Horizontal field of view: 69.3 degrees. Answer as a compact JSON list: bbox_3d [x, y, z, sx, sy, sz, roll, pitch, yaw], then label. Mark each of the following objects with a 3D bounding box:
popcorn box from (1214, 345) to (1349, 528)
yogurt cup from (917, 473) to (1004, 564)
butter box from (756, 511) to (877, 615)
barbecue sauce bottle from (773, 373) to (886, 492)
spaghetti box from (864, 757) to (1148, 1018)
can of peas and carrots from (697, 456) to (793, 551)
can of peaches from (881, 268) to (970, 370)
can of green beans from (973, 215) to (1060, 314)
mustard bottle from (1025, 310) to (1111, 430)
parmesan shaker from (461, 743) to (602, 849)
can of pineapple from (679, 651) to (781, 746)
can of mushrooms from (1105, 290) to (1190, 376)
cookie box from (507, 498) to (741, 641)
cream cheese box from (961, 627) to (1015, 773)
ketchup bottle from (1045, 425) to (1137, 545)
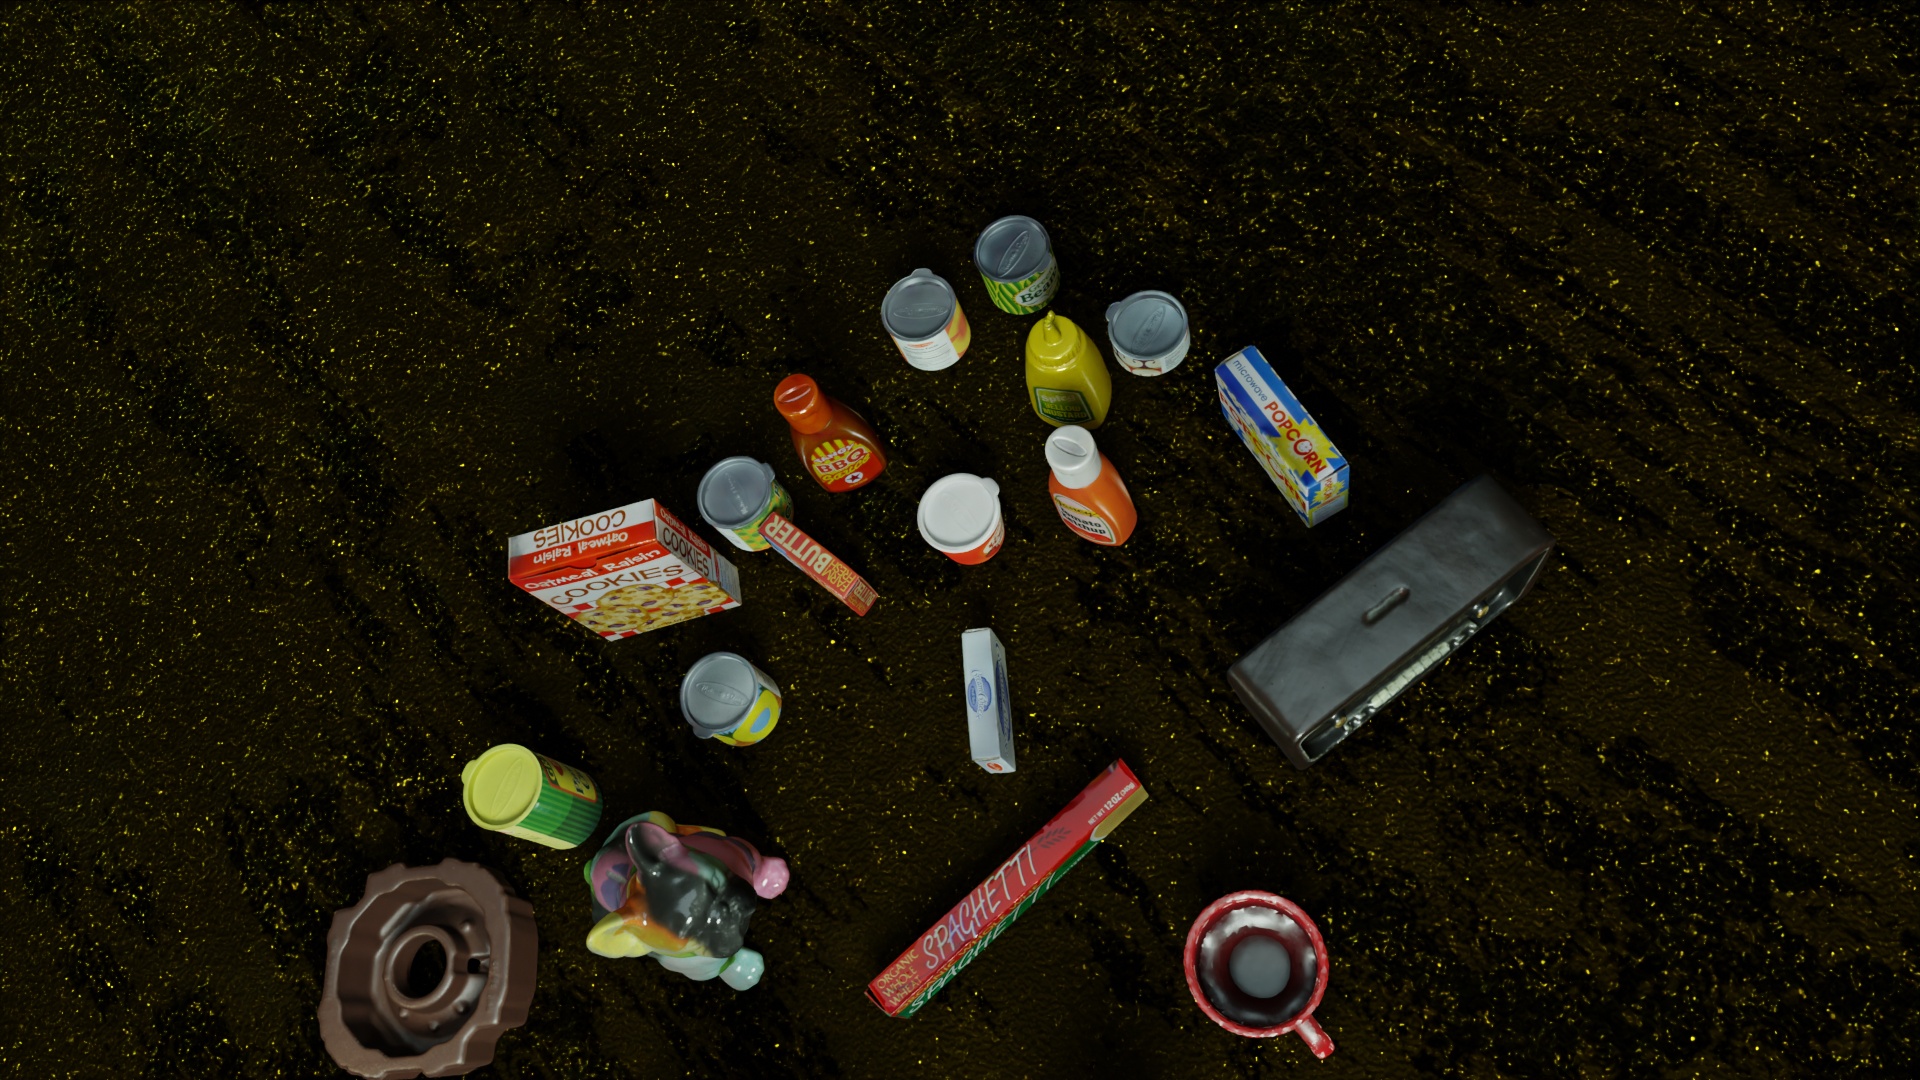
[{"bbox_3d":[0.249,-0.080,1.077,0.038,0.085,0.127,-32,65,1],"label":"popcorn box"},{"bbox_3d":[0.004,-0.014,1.131,0.072,0.054,0.072,-5,68,13],"label":"yogurt cup"},{"bbox_3d":[-0.118,0.019,1.150,0.104,0.053,0.024,36,82,23],"label":"butter box"},{"bbox_3d":[-0.110,-0.088,1.137,0.065,0.148,0.044,-24,66,5],"label":"barbecue sauce bottle"},{"bbox_3d":[0.036,0.257,1.020,0.250,0.050,0.029,-42,65,-4],"label":"spaghetti box"},{"bbox_3d":[-0.180,-0.032,1.183,0.071,0.058,0.071,-5,68,13],"label":"can of peas and carrots"},{"bbox_3d":[-0.029,-0.191,1.206,0.071,0.058,0.071,-5,68,13],"label":"can of peaches"},{"bbox_3d":[0.050,-0.238,1.204,0.071,0.057,0.071,-5,68,13],"label":"can of green beans"},{"bbox_3d":[0.080,-0.138,1.101,0.065,0.160,0.049,7,72,17],"label":"mustard bottle"},{"bbox_3d":[-0.340,0.204,1.108,0.071,0.103,0.071,-5,69,13],"label":"parmesan shaker"},{"bbox_3d":[-0.186,0.130,1.122,0.071,0.057,0.071,-5,68,13],"label":"can of pineapple"},{"bbox_3d":[0.157,-0.174,1.165,0.071,0.033,0.071,-5,68,13],"label":"can of mushrooms"},{"bbox_3d":[-0.267,0.028,1.122,0.123,0.167,0.040,-15,67,9],"label":"cookie box"},{"bbox_3d":[0.022,0.125,1.073,0.024,0.053,0.104,-9,67,11],"label":"cream cheese box"},{"bbox_3d":[0.096,-0.043,1.067,0.065,0.148,0.043,25,78,22],"label":"ketchup bottle"}]
